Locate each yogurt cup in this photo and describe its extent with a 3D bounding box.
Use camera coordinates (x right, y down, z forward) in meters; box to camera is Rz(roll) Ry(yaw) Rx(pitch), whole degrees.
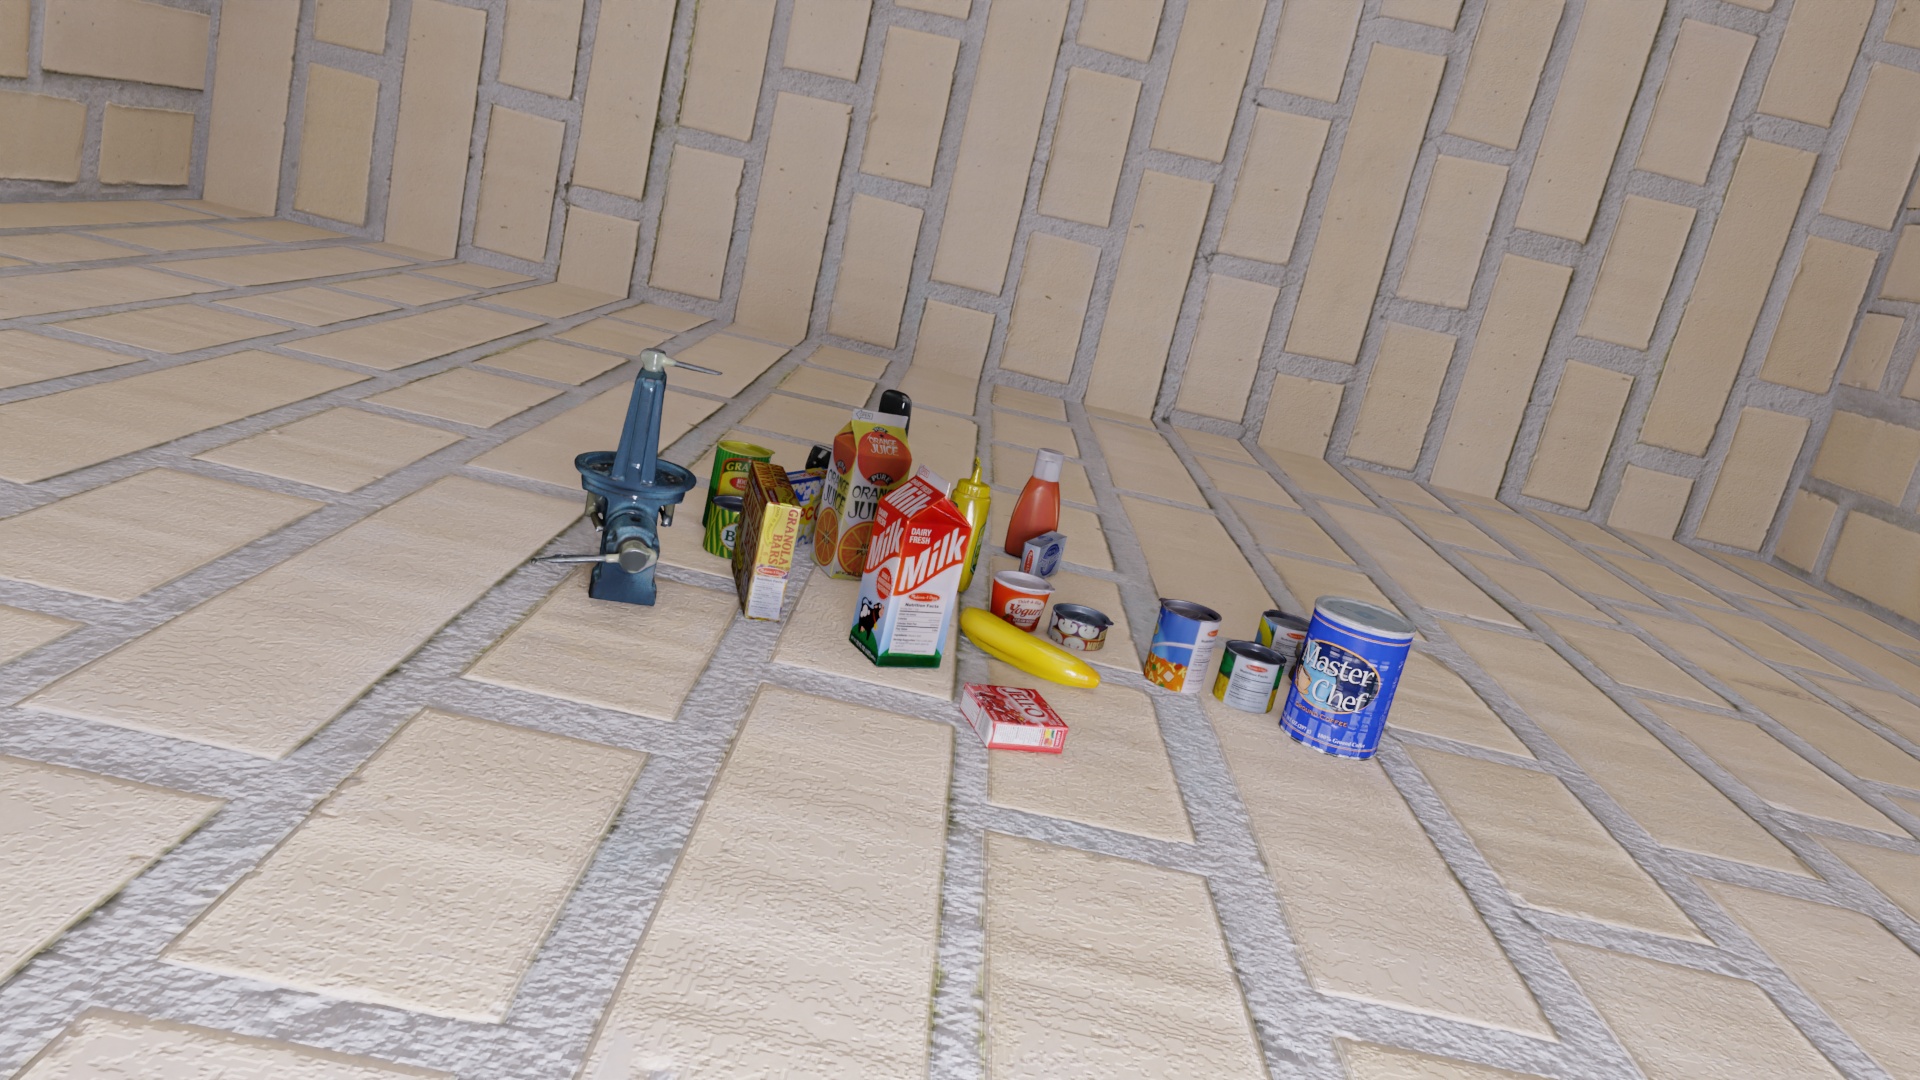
[{"bbox_3d":[0.065,0.069,1.564,0.072,0.053,0.072,13,14,-3],"label":"yogurt cup"}]

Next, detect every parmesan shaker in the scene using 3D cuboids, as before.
[{"bbox_3d":[-0.265,-0.061,1.665,0.071,0.102,0.071,13,14,-3],"label":"parmesan shaker"}]

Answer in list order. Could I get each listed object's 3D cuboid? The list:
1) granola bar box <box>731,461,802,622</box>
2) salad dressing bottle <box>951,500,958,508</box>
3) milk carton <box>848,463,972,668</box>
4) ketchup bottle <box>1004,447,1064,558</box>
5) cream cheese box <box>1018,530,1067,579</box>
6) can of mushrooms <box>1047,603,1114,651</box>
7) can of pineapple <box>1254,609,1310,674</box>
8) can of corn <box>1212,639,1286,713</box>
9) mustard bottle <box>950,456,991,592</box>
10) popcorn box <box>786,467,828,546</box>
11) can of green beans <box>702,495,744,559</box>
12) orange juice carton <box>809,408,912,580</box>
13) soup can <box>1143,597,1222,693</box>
[{"bbox_3d":[-0.205,-0.002,1.450,0.039,0.123,0.166,9,15,-17],"label":"granola bar box"},{"bbox_3d":[-0.035,0.029,1.439,0.064,0.147,0.044,10,14,-13],"label":"salad dressing bottle"},{"bbox_3d":[-0.046,0.024,1.360,0.073,0.190,0.072,5,16,-30],"label":"milk carton"},{"bbox_3d":[0.105,-0.048,1.856,0.065,0.148,0.043,14,14,1],"label":"ketchup bottle"},{"bbox_3d":[0.104,0.022,1.778,0.024,0.053,0.104,18,15,20],"label":"cream cheese box"},{"bbox_3d":[0.134,0.098,1.558,0.071,0.033,0.071,13,14,-3],"label":"can of mushrooms"},{"bbox_3d":[0.382,0.121,1.645,0.071,0.057,0.071,13,14,-3],"label":"can of pineapple"},{"bbox_3d":[0.309,0.145,1.486,0.071,0.058,0.071,13,14,-3],"label":"can of corn"},{"bbox_3d":[0.006,-0.021,1.638,0.049,0.159,0.065,15,14,5],"label":"mustard bottle"},{"bbox_3d":[-0.195,-0.039,1.680,0.038,0.085,0.127,19,15,23],"label":"popcorn box"},{"bbox_3d":[-0.257,-0.015,1.585,0.071,0.057,0.071,13,14,-3],"label":"can of green beans"},{"bbox_3d":[-0.111,-0.055,1.600,0.072,0.192,0.073,6,16,-29],"label":"orange juice carton"},{"bbox_3d":[0.236,0.112,1.493,0.071,0.083,0.071,13,14,-3],"label":"soup can"}]
